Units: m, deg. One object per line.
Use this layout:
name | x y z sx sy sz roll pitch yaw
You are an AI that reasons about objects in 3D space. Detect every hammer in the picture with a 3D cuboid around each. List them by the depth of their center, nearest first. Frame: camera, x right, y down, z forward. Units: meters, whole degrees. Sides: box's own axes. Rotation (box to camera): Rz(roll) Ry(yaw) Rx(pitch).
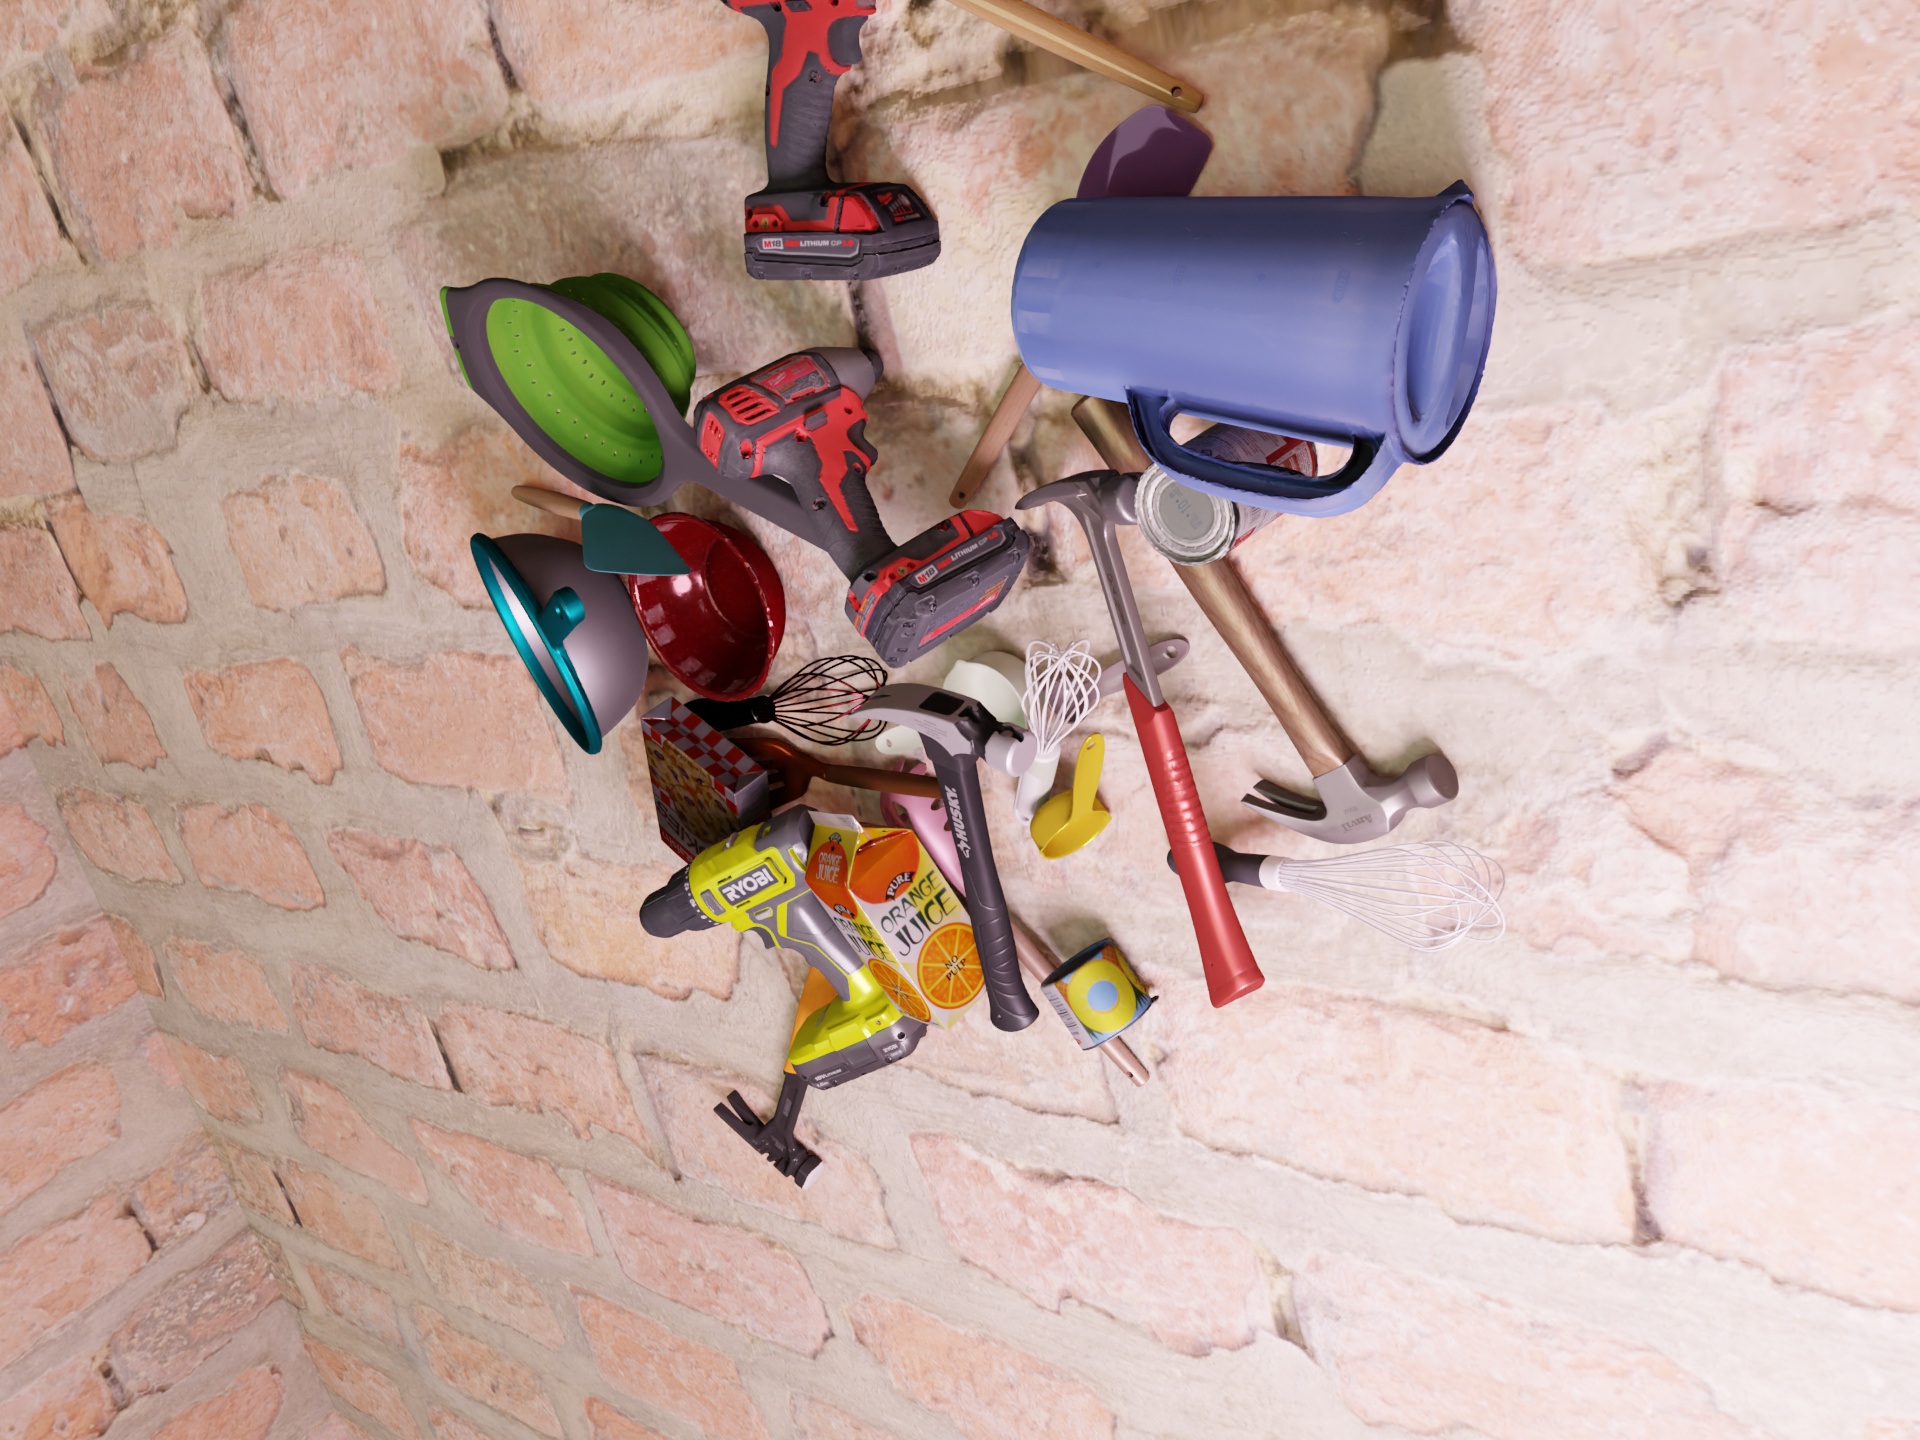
hammer | 0.171 -0.066 1.003 0.130 0.031 0.331 -34 90 46
hammer | 0.125 0.015 1.027 0.149 0.036 0.359 11 121 68
hammer | 0.010 0.111 1.154 0.146 0.035 0.334 23 141 35
hammer | -0.153 0.309 1.500 0.127 0.034 0.336 36 133 19

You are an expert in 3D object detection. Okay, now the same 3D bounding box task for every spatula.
spatula | 0.059 -0.246 1.001 0.060 0.018 0.315 30 135 -3
spatula | -0.096 0.049 1.268 0.323 0.041 0.081 4 123 54
spatula | -0.316 -0.162 1.300 0.318 0.082 0.044 22 109 55

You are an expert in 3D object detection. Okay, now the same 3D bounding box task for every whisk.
whisk | 0.225 0.101 1.005 0.285 0.070 0.070 2 116 59
whisk | 0.057 0.015 1.089 0.058 0.059 0.246 38 156 15
whisk | -0.150 -0.011 1.298 0.296 0.073 0.073 -5 110 50

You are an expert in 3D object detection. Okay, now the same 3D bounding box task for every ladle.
ladle | -0.005 -0.416 0.896 0.315 0.031 0.069 27 109 3

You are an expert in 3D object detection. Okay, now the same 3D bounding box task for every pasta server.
pasta server | 0.042 0.162 1.253 0.316 0.040 0.060 48 136 3

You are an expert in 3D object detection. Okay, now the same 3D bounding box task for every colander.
colander | -0.200 -0.230 1.178 0.397 0.094 0.204 29 150 16

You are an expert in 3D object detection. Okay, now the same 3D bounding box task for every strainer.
strainer | -0.306 -0.088 1.304 0.211 0.095 0.340 62 160 -6

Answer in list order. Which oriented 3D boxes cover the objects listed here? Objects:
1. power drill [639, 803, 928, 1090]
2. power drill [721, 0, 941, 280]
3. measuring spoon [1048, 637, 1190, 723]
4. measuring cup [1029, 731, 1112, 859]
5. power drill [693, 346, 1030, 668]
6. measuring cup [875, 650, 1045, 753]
power drill | -0.145 0.195 1.338 0.190 0.080 0.228 -28 107 25
power drill | -0.065 -0.394 0.986 0.188 0.080 0.226 9 115 30
measuring spoon | 0.110 -0.031 1.091 0.124 0.018 0.034 -26 96 39
measuring cup | 0.079 0.045 1.106 0.029 0.062 0.156 56 159 28
power drill | -0.062 -0.156 1.063 0.220 0.143 0.078 50 151 12
measuring cup | -0.002 -0.004 1.185 0.167 0.038 0.083 -19 101 47
